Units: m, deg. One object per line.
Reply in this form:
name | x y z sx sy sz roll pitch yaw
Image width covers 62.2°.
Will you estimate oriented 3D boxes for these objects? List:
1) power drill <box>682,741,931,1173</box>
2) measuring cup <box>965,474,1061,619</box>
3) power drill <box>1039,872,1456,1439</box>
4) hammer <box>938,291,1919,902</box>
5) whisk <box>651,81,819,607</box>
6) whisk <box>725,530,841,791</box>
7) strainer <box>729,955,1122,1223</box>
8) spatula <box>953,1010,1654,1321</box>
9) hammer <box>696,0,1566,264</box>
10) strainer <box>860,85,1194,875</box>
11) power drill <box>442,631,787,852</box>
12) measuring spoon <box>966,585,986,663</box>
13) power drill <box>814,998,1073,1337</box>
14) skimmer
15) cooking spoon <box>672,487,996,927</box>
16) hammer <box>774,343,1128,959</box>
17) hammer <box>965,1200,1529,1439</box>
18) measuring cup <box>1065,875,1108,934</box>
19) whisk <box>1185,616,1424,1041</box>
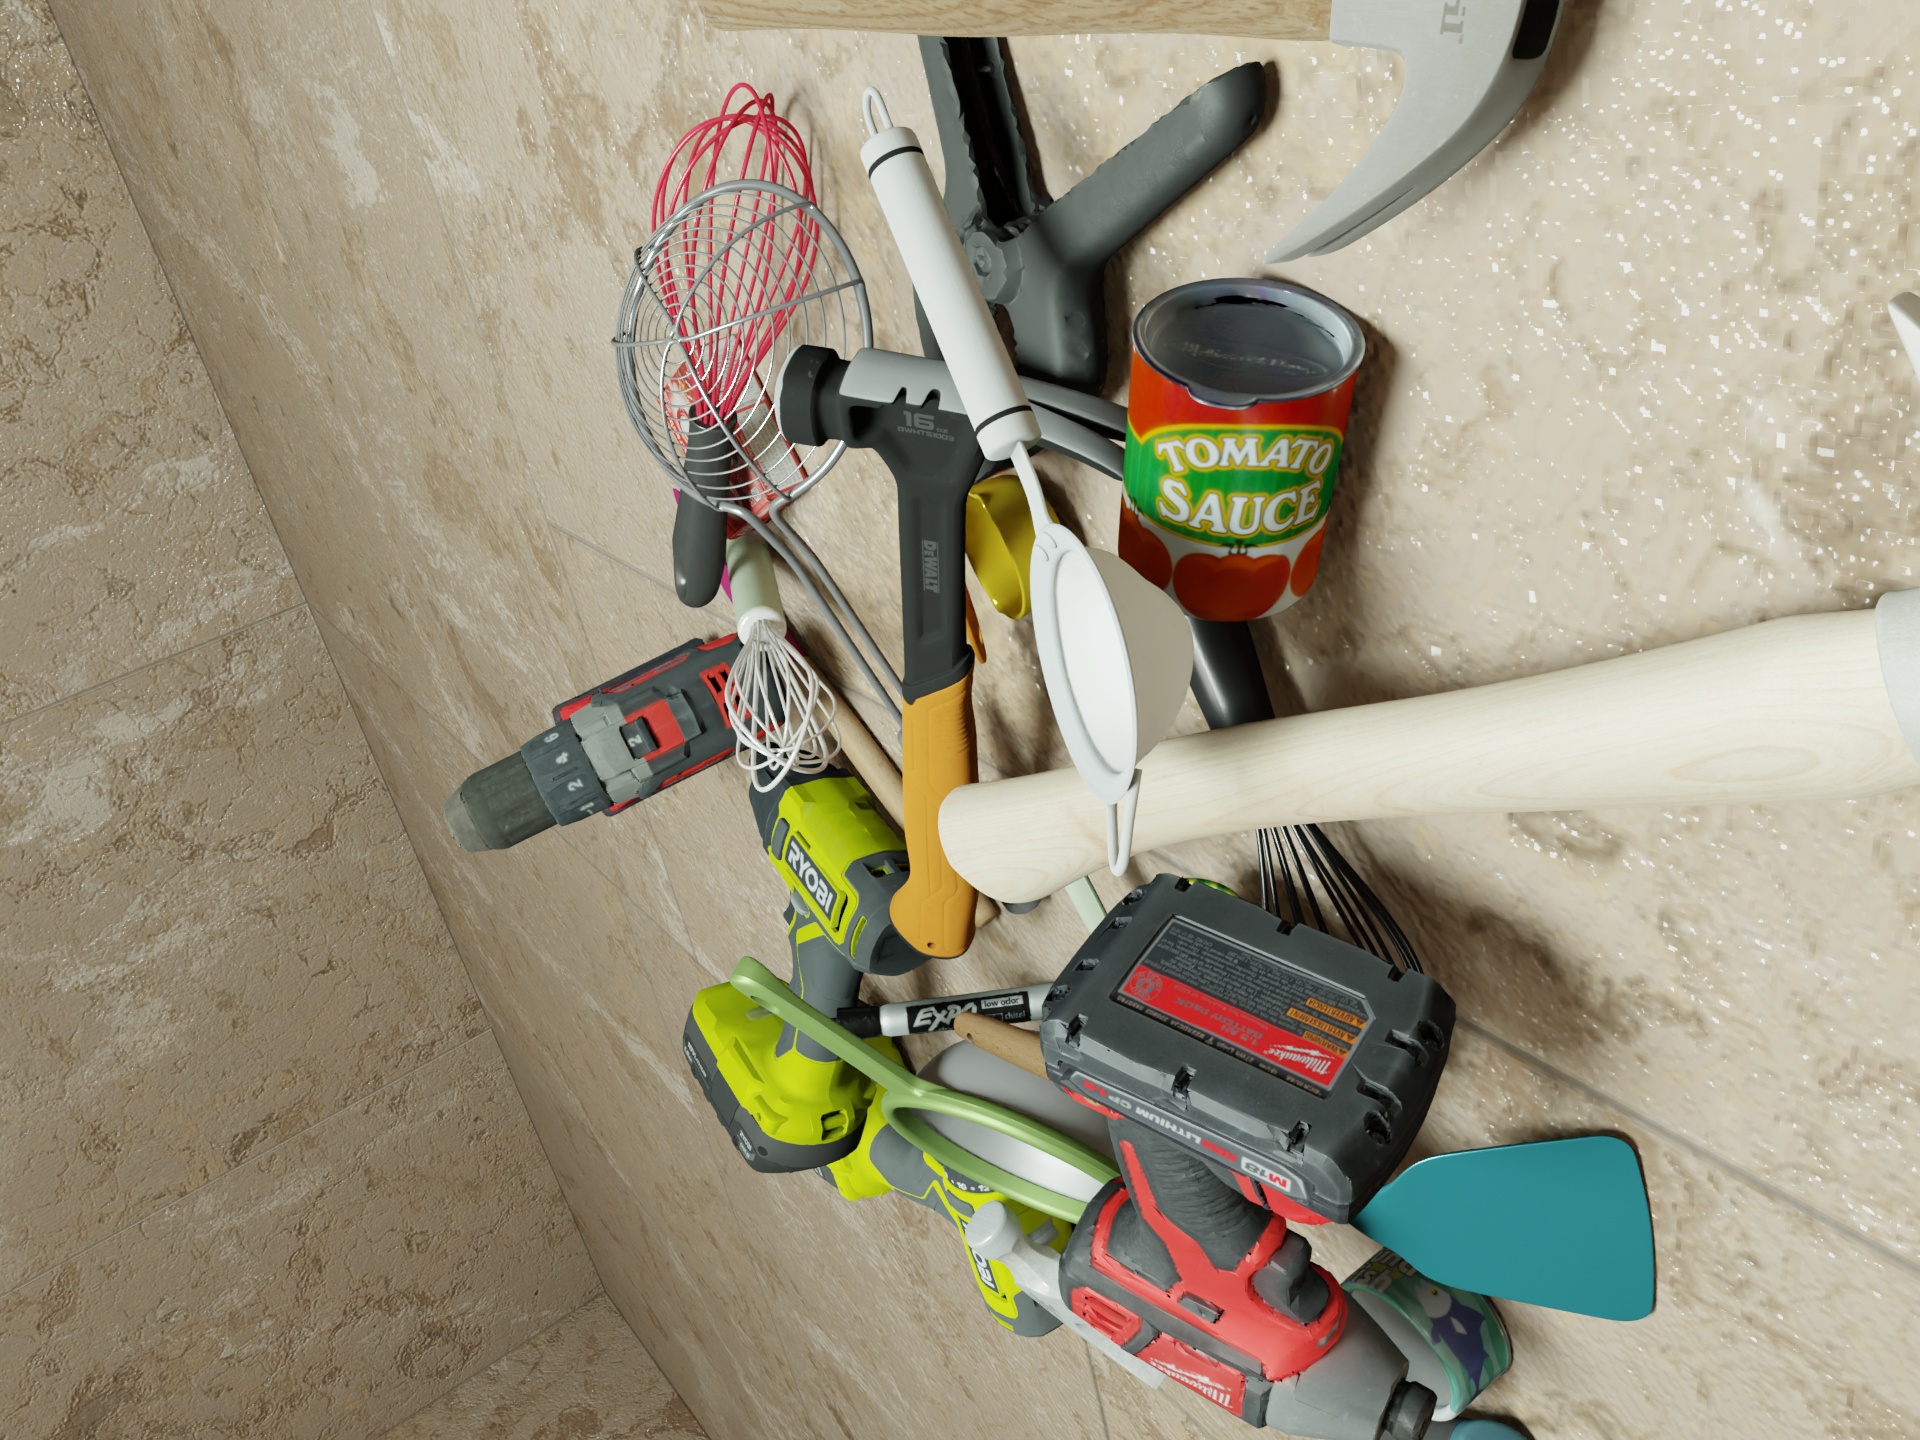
power drill | -0.092 0.135 0.923 0.171 0.080 0.223 47 131 40
measuring cup | 0.001 -0.102 0.675 0.157 0.029 0.062 55 164 42
power drill | 0.100 0.167 0.544 0.143 0.078 0.219 22 139 29
hammer | 0.114 0.005 0.480 0.411 0.038 0.146 -14 101 54
whisk | -0.114 -0.158 0.746 0.073 0.073 0.295 49 145 25
whisk | -0.099 -0.041 0.795 0.059 0.057 0.247 -59 24 20
strainer | 0.001 0.169 0.793 0.256 0.069 0.151 38 153 -20
spatula | 0.112 0.160 0.640 0.318 0.044 0.082 12 126 47
hammer | 0.020 -0.212 0.460 0.332 0.031 0.130 26 125 44
strainer | 0.020 -0.081 0.486 0.087 0.050 0.258 131 117 -75
power drill | -0.197 0.015 0.919 0.080 0.188 0.227 64 170 -5
measuring spoon | -0.001 -0.069 0.655 0.021 0.011 0.116 -91 -13 -49
power drill | -0.022 0.260 1.001 0.229 0.080 0.190 16 129 53
skimmer | -0.033 -0.057 0.707 0.127 0.090 0.362 -3 135 33
cooking spoon | -0.077 -0.013 0.900 0.319 0.017 0.068 53 167 18
hammer | -0.001 -0.002 0.657 0.127 0.034 0.336 13 140 10
hammer | 0.135 0.311 0.775 0.128 0.033 0.331 46 155 -22
measuring cup | 0.086 0.103 0.696 0.168 0.038 0.083 61 154 7
whisk | 0.113 0.027 0.568 0.055 0.055 0.239 -18 94 64
